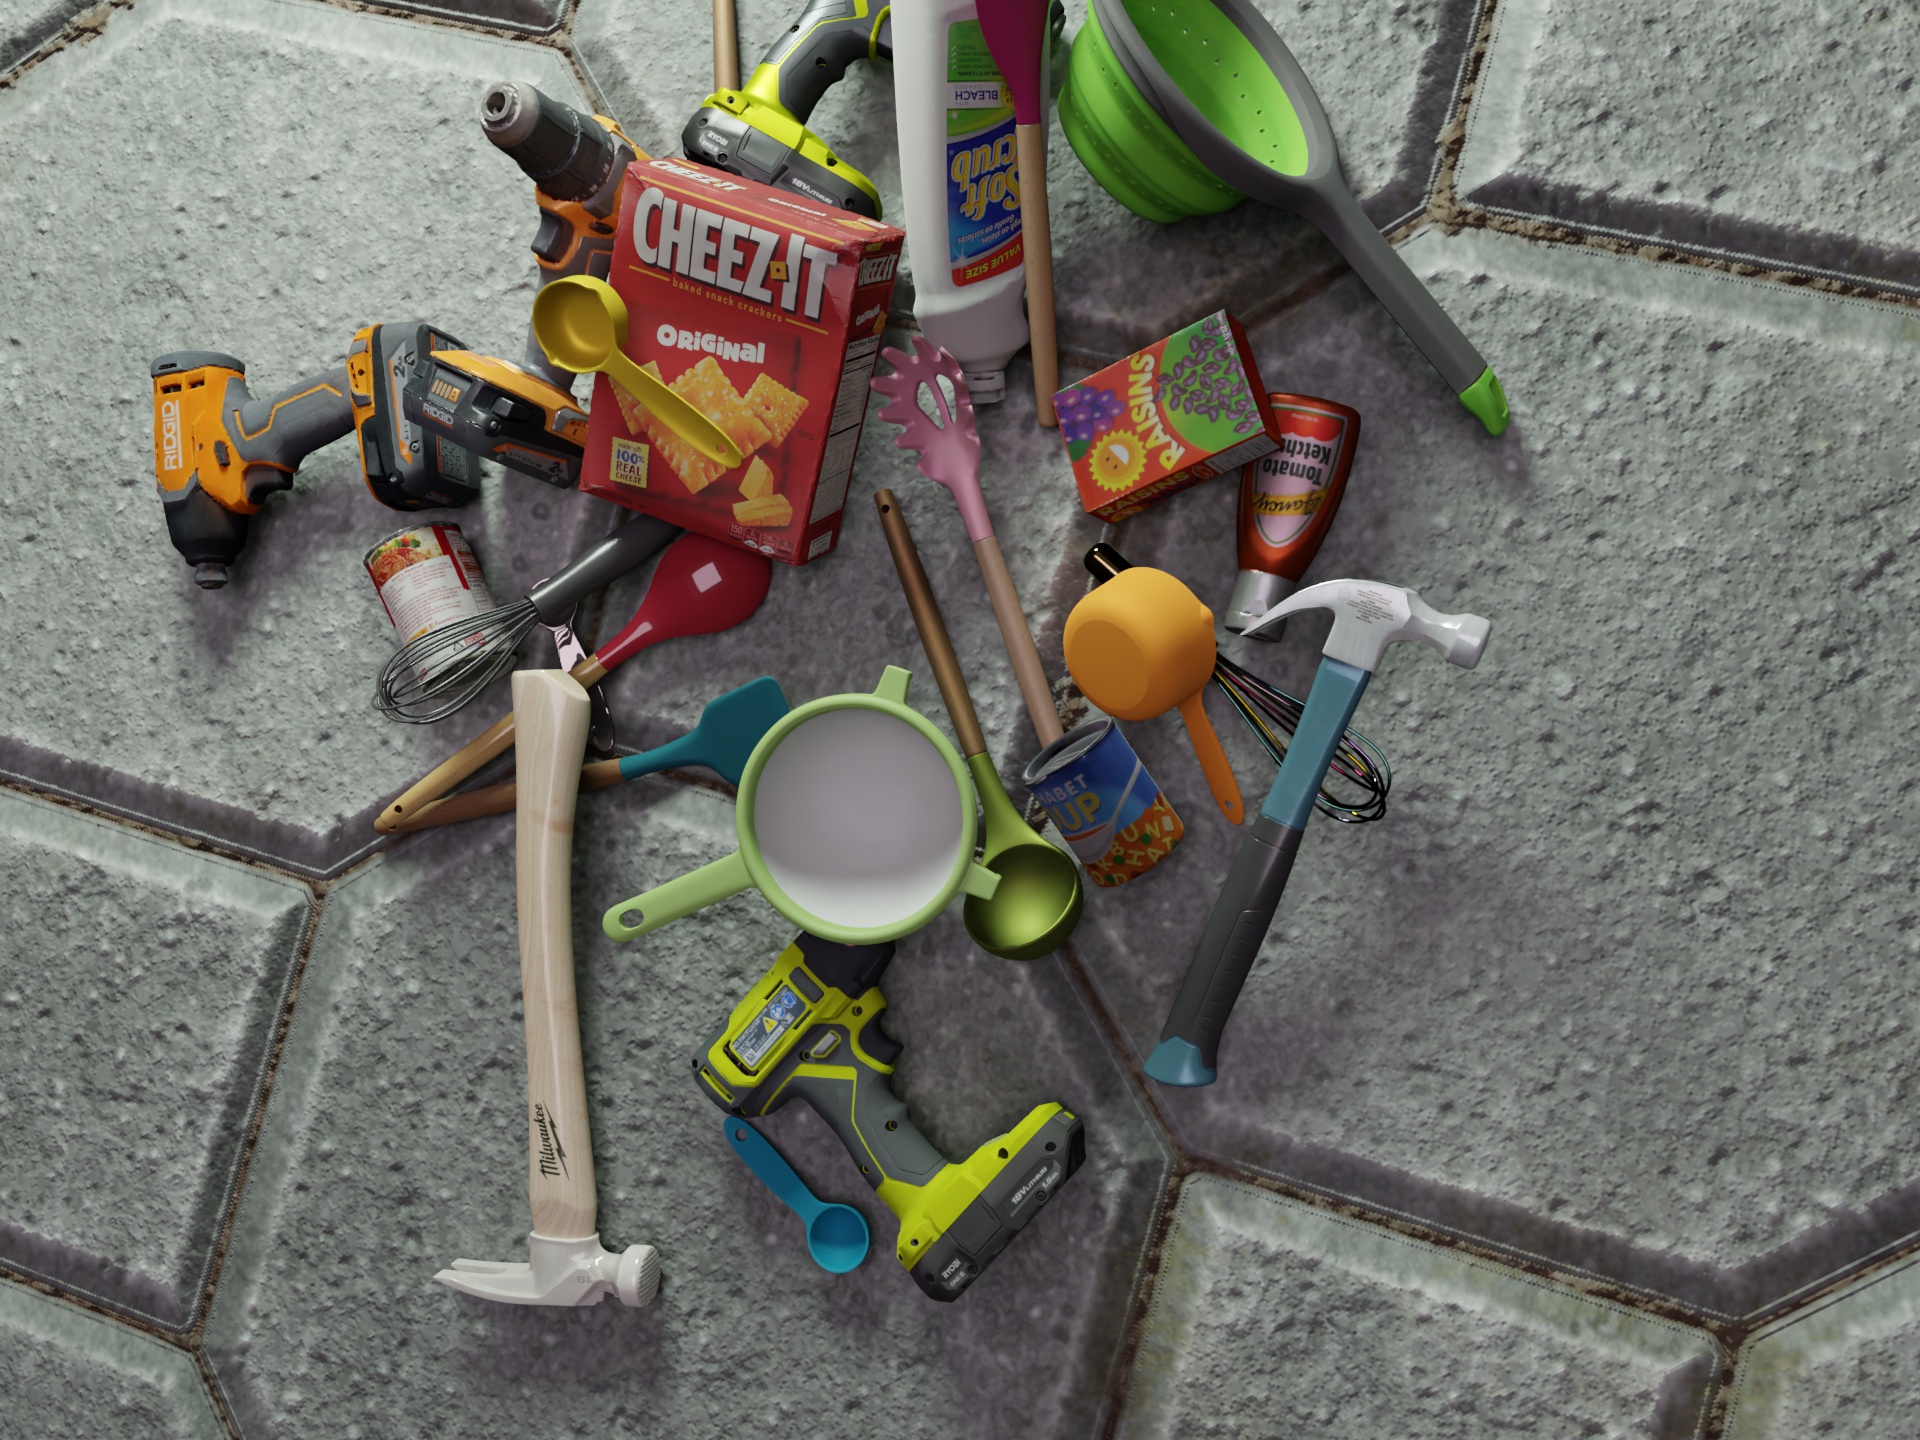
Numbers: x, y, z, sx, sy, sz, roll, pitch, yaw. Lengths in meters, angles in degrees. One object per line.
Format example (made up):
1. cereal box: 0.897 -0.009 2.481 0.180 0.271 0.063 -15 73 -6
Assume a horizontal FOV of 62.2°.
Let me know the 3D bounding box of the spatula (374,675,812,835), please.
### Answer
1. spatula: -0.251 0.040 1.054 0.317 0.044 0.082 -14 105 11

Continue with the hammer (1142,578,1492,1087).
1. hammer: 0.186 0.072 0.938 0.128 0.033 0.331 25 104 20

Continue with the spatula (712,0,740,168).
1. spatula: -0.158 -0.356 1.079 0.060 0.018 0.316 -3 86 7

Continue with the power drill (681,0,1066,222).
1. power drill: -0.058 -0.423 1.033 0.190 0.080 0.228 29 87 1

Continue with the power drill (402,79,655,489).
1. power drill: -0.270 -0.277 1.012 0.084 0.185 0.226 27 94 21

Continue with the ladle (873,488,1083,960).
1. ladle: -0.002 -0.003 1.005 0.078 0.062 0.320 -22 79 14

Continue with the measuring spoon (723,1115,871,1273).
1. measuring spoon: -0.105 0.301 1.024 0.129 0.021 0.042 41 96 20

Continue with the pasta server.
1. pasta server: 0.021 -0.087 0.999 0.060 0.040 0.316 -19 90 24

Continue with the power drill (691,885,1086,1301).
1. power drill: -0.037 0.227 0.985 0.223 0.080 0.171 43 94 14

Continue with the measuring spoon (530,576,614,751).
1. measuring spoon: -0.259 -0.037 1.079 0.034 0.018 0.124 -20 89 2

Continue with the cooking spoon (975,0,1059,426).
1. cooking spoon: 0.044 -0.333 0.960 0.017 0.069 0.318 19 125 40

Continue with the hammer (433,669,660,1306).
1. hammer: -0.275 0.173 1.031 0.146 0.038 0.410 -1 92 12

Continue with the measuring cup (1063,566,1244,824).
1. measuring cup: 0.122 -0.005 0.968 0.095 0.052 0.173 -19 98 51

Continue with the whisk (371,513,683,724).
1. whisk: -0.273 -0.073 1.026 0.239 0.055 0.055 -38 79 -22

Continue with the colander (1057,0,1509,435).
1. colander: 0.181 -0.312 0.973 0.397 0.204 0.094 49 130 -5

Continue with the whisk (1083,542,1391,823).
1. whisk: 0.170 -0.027 0.981 0.245 0.047 0.051 44 96 14

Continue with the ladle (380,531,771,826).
1. ladle: -0.259 -0.025 1.058 0.315 0.031 0.069 -36 89 4

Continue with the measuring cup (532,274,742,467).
1. measuring cup: -0.191 -0.211 0.973 0.156 0.029 0.062 40 124 -6

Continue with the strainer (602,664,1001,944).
1. strainer: -0.103 0.079 0.991 0.256 0.069 0.151 -25 88 15

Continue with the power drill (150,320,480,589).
1. power drill: -0.450 -0.181 1.092 0.226 0.084 0.164 -6 86 14
